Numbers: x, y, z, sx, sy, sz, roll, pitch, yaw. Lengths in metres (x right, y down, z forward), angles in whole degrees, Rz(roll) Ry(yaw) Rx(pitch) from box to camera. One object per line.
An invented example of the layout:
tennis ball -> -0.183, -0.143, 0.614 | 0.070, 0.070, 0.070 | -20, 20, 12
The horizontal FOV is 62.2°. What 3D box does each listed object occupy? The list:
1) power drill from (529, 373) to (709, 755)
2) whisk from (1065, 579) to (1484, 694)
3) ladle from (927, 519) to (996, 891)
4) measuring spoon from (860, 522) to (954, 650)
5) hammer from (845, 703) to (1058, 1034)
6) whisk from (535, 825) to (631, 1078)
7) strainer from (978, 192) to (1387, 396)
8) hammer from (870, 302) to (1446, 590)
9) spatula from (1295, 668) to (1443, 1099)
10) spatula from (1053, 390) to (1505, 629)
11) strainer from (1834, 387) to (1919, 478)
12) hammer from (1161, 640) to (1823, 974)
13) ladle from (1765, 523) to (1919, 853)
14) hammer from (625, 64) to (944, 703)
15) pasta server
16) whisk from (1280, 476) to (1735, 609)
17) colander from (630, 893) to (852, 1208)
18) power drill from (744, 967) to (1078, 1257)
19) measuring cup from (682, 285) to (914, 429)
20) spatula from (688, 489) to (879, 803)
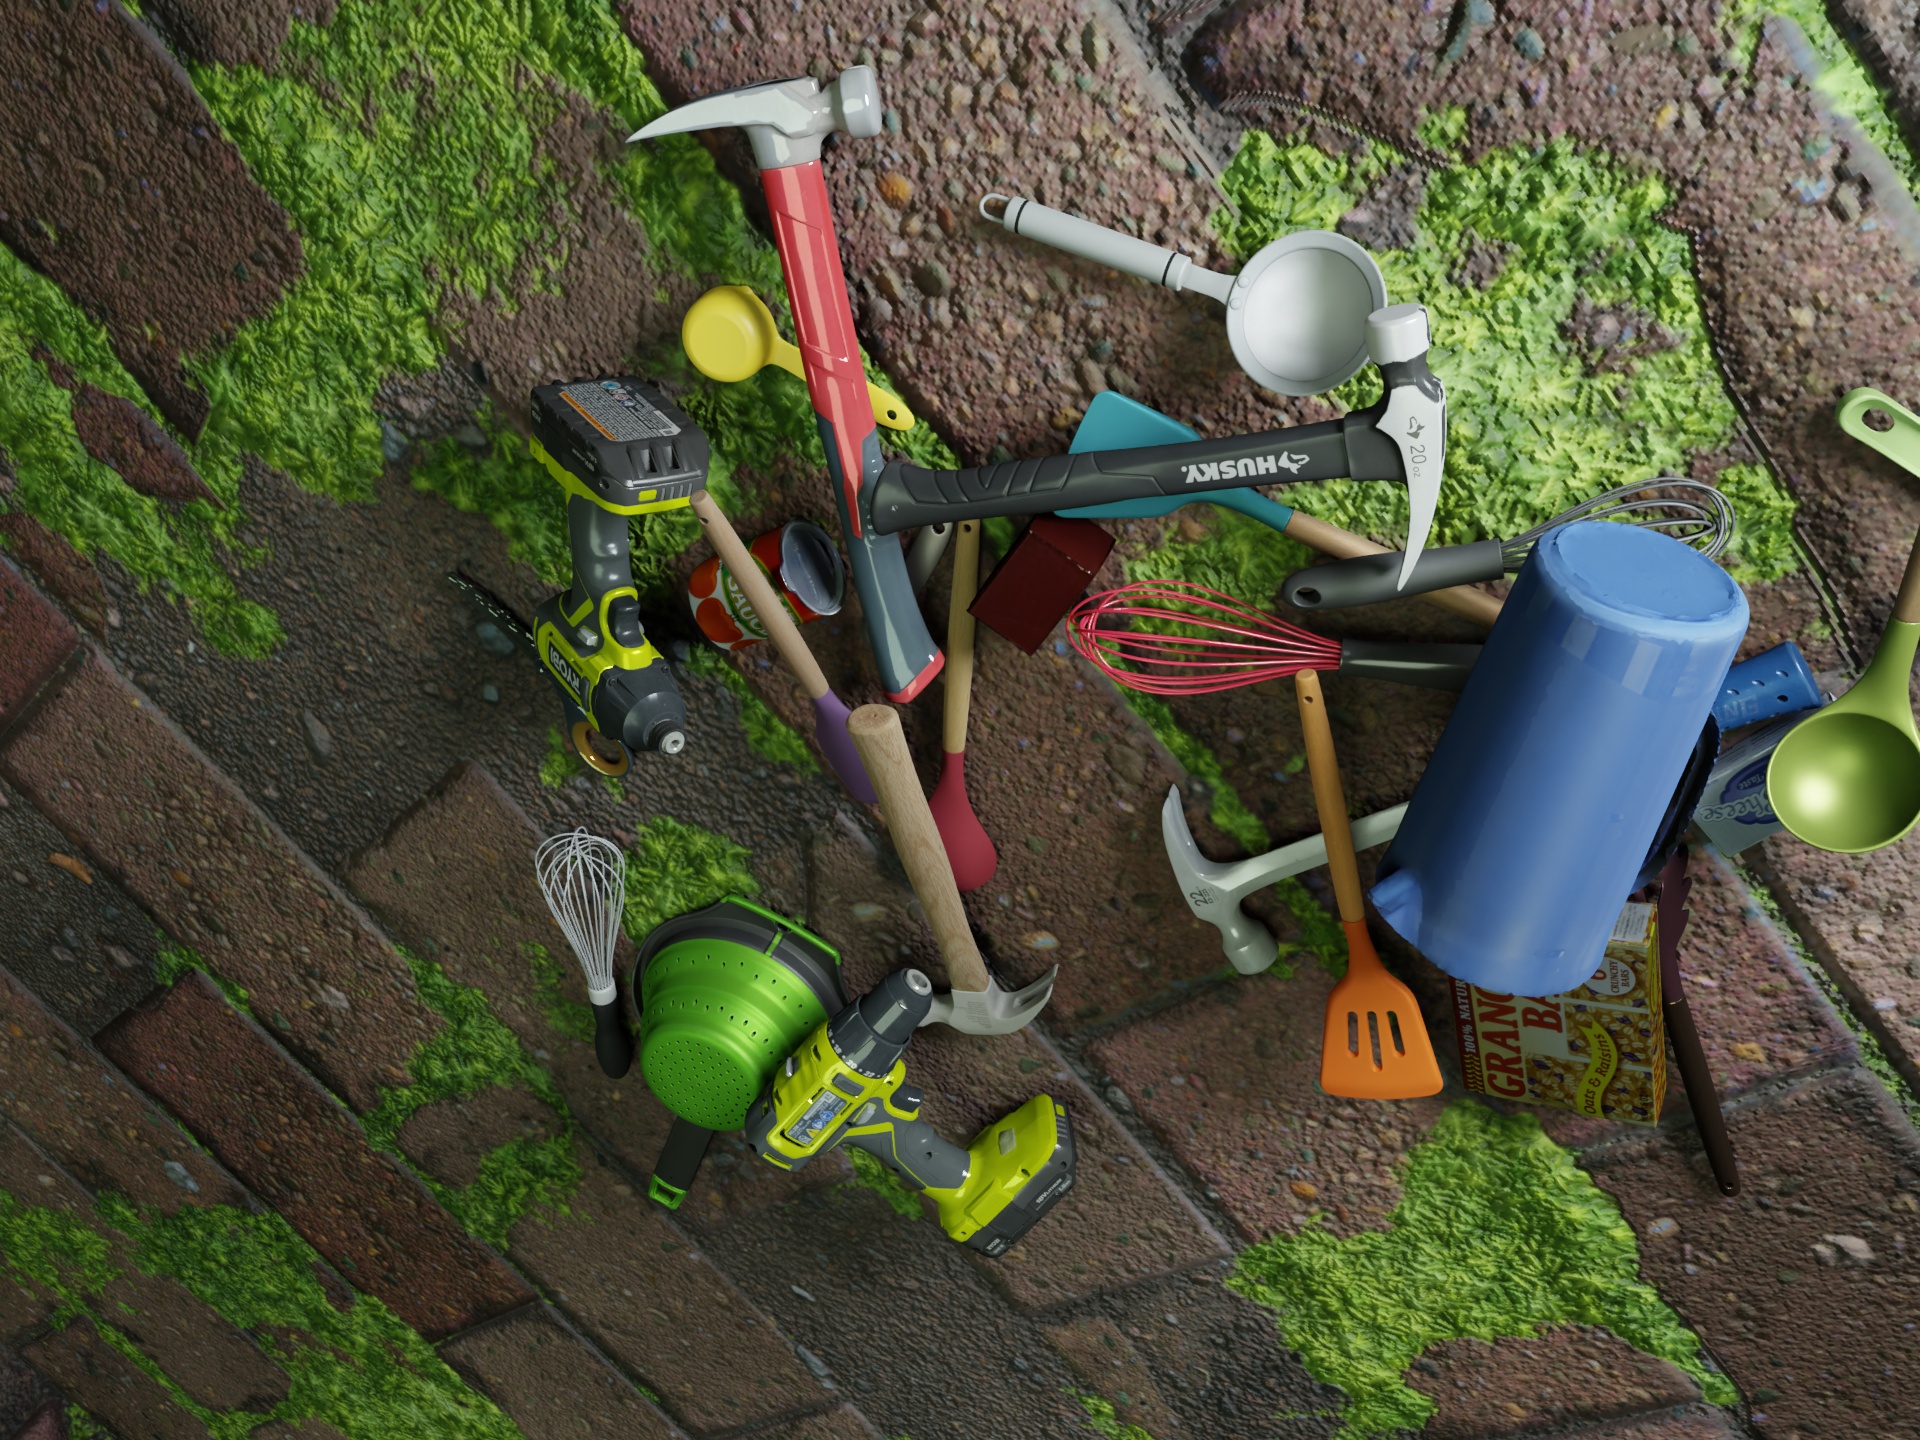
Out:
power drill -> -0.223, -0.097, 1.043 | 0.171, 0.080, 0.223 | 42, 135, 39
whisk -> 0.209, -0.041, 0.957 | 0.296, 0.073, 0.073 | 7, 123, 10
ladle -> -0.002, -0.003, 1.083 | 0.069, 0.031, 0.315 | 11, 123, 12
measuring spoon -> -0.035, -0.089, 1.045 | 0.034, 0.018, 0.124 | 31, 126, 1
hammer -> -0.016, 0.116, 1.119 | 0.130, 0.031, 0.331 | 0, 134, 19
whisk -> -0.302, 0.200, 1.318 | 0.070, 0.070, 0.284 | 12, 129, 14
strainer -> 0.127, -0.244, 0.870 | 0.258, 0.050, 0.087 | 24, 104, 13
hammer -> 0.100, -0.133, 0.888 | 0.335, 0.035, 0.146 | -3, 120, 25
spatula -> 0.243, 0.110, 0.999 | 0.081, 0.041, 0.322 | -5, 123, 22
spatula -> 0.212, -0.100, 0.924 | 0.317, 0.044, 0.082 | 24, 120, 4
strainer -> 0.546, -0.081, 0.786 | 0.256, 0.069, 0.151 | 32, 127, -2
hammer -> 0.308, 0.043, 0.982 | 0.405, 0.035, 0.144 | -26, 109, 32
ladle -> 0.474, -0.069, 0.787 | 0.078, 0.062, 0.319 | 22, 132, 31
hammer -> -0.086, -0.183, 0.969 | 0.143, 0.038, 0.386 | -6, 118, 9
pasta server -> 0.463, 0.190, 1.023 | 0.060, 0.040, 0.316 | -13, 119, 28
whisk -> 0.296, -0.091, 0.876 | 0.239, 0.055, 0.055 | -9, 117, 18
colander -> -0.218, 0.320, 1.332 | 0.204, 0.094, 0.396 | 28, 127, 3
power drill -> -0.024, 0.298, 1.211 | 0.228, 0.080, 0.190 | 34, 112, -19
measuring cup -> -0.102, -0.215, 0.984 | 0.156, 0.029, 0.062 | 28, 127, 3
spatula -> -0.101, -0.036, 1.043 | 0.060, 0.018, 0.315 | -2, 142, 23
